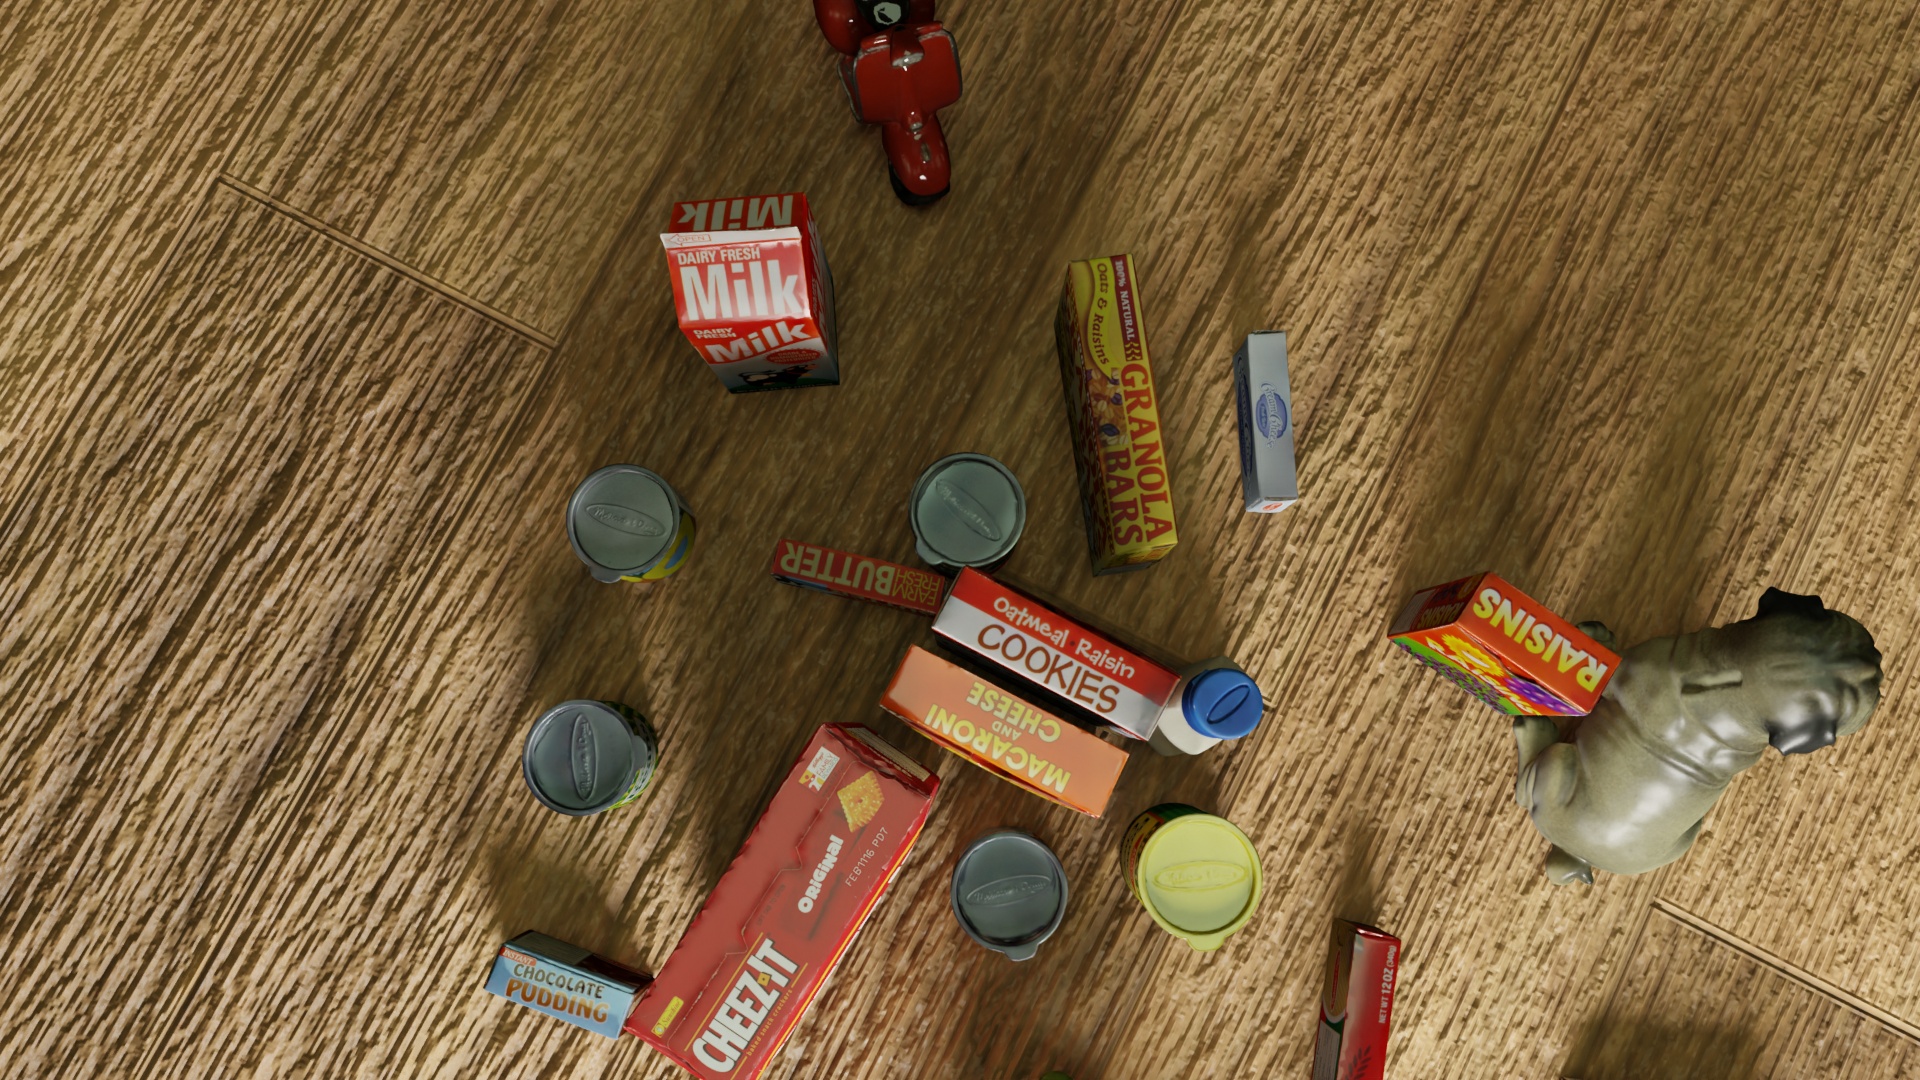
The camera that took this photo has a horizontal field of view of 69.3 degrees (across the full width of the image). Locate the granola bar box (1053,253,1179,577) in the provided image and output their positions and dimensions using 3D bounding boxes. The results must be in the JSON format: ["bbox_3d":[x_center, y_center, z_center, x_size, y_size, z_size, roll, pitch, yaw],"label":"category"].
[{"bbox_3d":[0.089,-0.068,0.808,0.039,0.124,0.165,-8,82,-1],"label":"granola bar box"}]

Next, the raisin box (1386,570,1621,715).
[{"bbox_3d":[0.304,0.061,0.790,0.086,0.123,0.040,35,84,4],"label":"raisin box"}]

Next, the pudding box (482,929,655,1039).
[{"bbox_3d":[-0.224,0.255,0.800,0.084,0.049,0.030,19,83,3],"label":"pudding box"}]

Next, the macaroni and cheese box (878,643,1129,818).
[{"bbox_3d":[0.021,0.105,0.762,0.124,0.166,0.040,27,84,4],"label":"macaroni and cheese box"}]

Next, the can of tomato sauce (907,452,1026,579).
[{"bbox_3d":[0.003,-0.010,0.821,0.071,0.083,0.071,0,82,0],"label":"can of tomato sauce"}]

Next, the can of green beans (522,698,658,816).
[{"bbox_3d":[-0.215,0.126,0.814,0.071,0.057,0.071,0,82,0],"label":"can of green beans"}]

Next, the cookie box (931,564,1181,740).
[{"bbox_3d":[0.048,0.064,0.768,0.123,0.167,0.040,27,84,4],"label":"cookie box"}]

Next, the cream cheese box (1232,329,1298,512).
[{"bbox_3d":[0.185,-0.071,0.844,0.024,0.053,0.104,-2,82,0],"label":"cream cheese box"}]

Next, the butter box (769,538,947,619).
[{"bbox_3d":[-0.059,0.024,0.831,0.103,0.053,0.024,13,83,2],"label":"butter box"}]

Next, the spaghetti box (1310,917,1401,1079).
[{"bbox_3d":[0.213,0.345,0.787,0.029,0.050,0.250,10,82,1],"label":"spaghetti box"}]

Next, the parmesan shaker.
[{"bbox_3d":[0.127,0.187,0.783,0.071,0.103,0.071,0,82,0],"label":"parmesan shaker"}]

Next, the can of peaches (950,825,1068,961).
[{"bbox_3d":[0.028,0.202,0.803,0.071,0.058,0.071,0,82,0],"label":"can of peaches"}]

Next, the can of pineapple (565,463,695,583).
[{"bbox_3d":[-0.197,-0.008,0.833,0.071,0.058,0.071,0,82,0],"label":"can of pineapple"}]

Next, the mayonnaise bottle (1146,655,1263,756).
[{"bbox_3d":[0.135,0.092,0.773,0.065,0.148,0.041,-41,84,-5],"label":"mayonnaise bottle"}]

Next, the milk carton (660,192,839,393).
[{"bbox_3d":[-0.114,-0.142,0.785,0.072,0.190,0.073,-4,83,0],"label":"milk carton"}]
